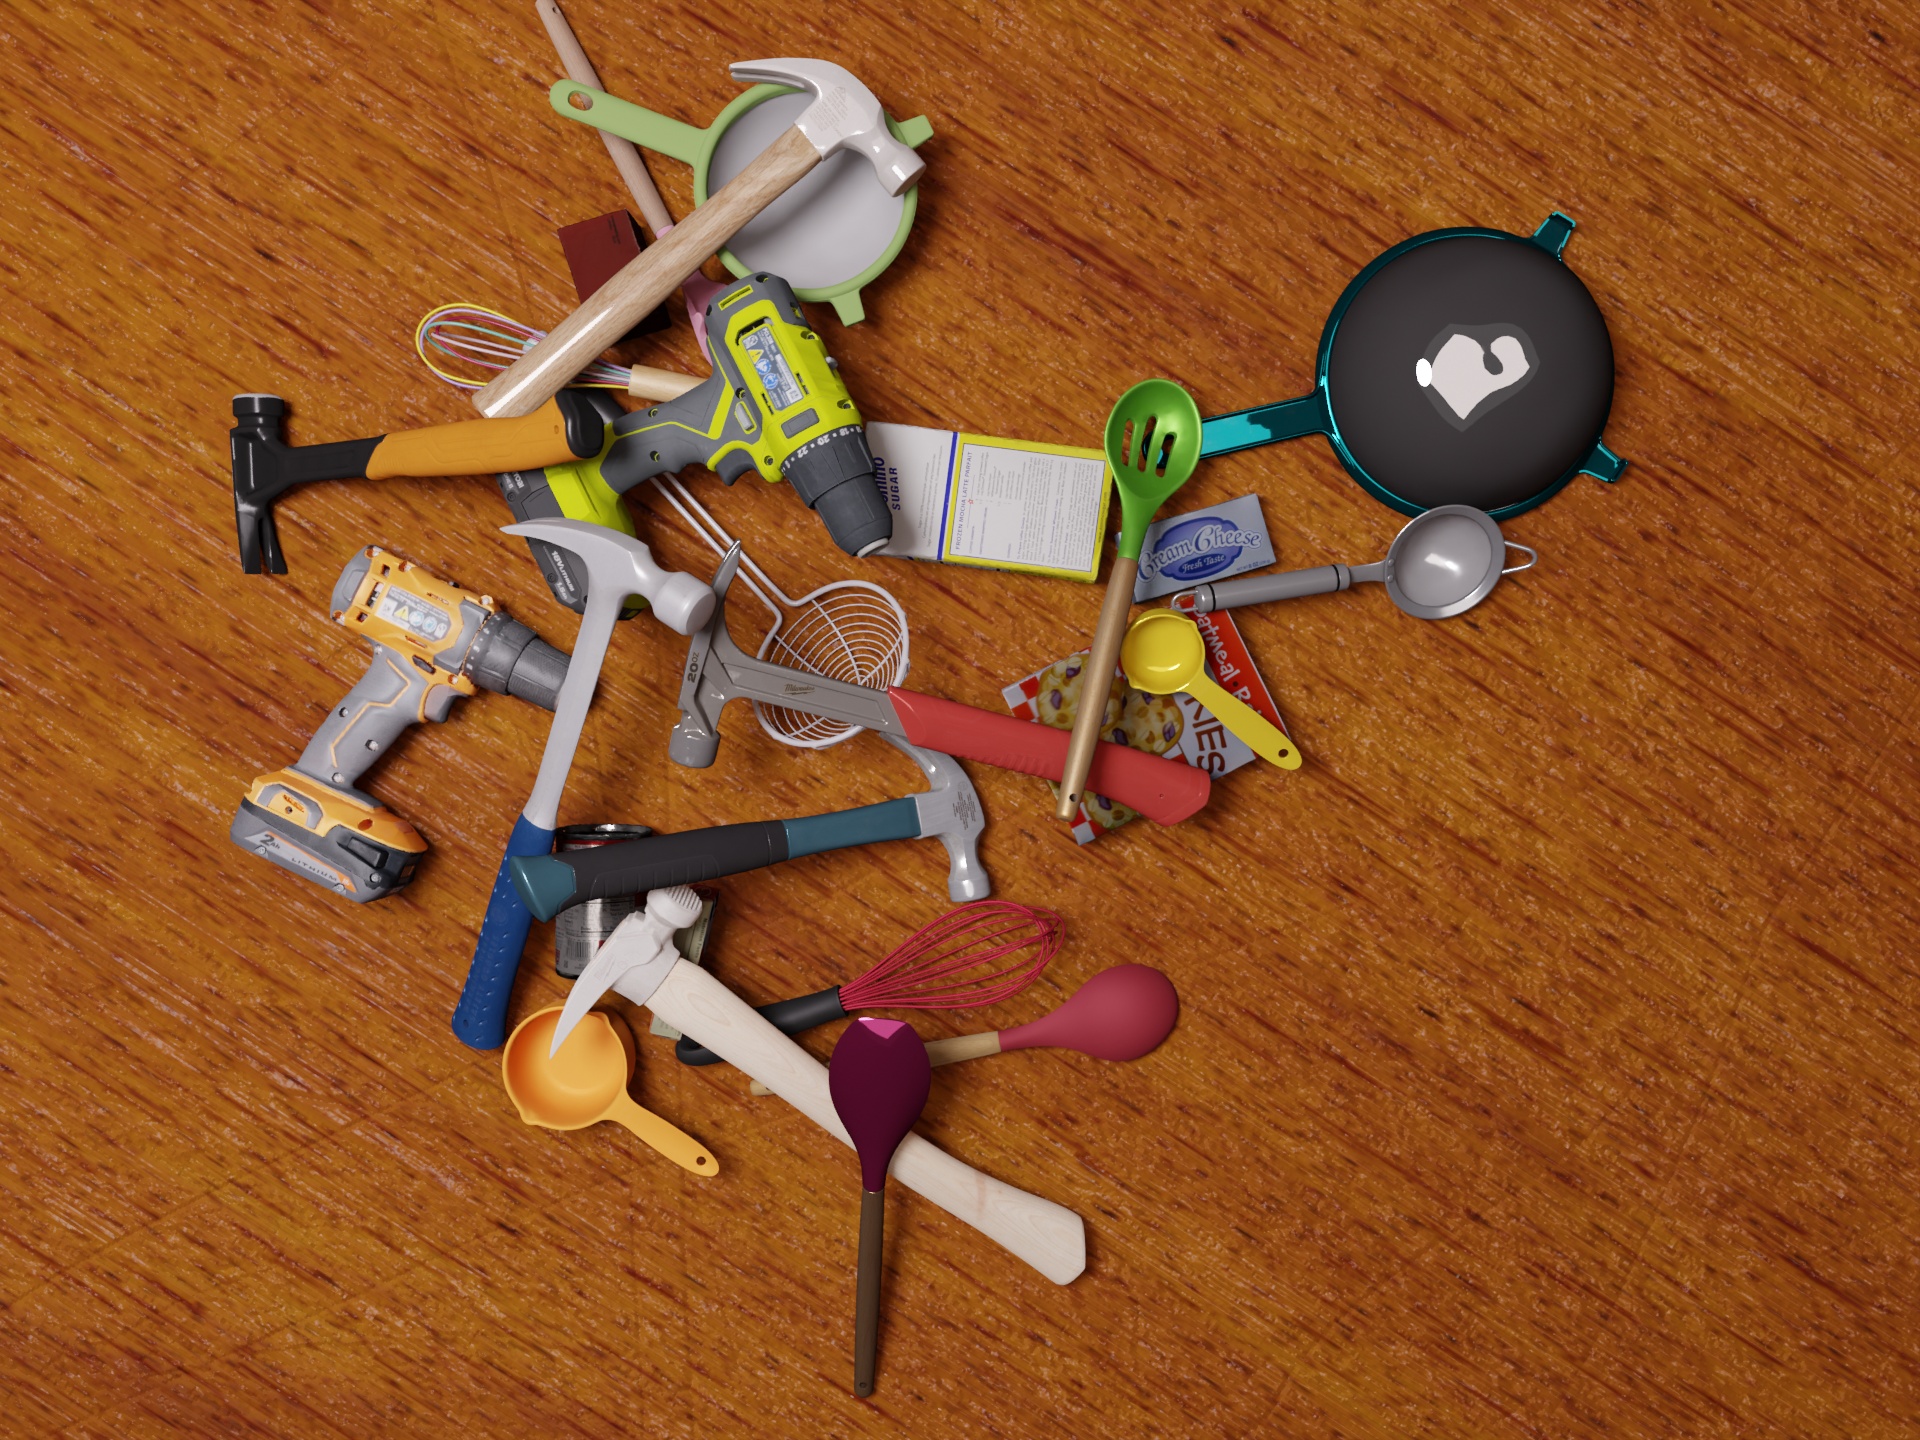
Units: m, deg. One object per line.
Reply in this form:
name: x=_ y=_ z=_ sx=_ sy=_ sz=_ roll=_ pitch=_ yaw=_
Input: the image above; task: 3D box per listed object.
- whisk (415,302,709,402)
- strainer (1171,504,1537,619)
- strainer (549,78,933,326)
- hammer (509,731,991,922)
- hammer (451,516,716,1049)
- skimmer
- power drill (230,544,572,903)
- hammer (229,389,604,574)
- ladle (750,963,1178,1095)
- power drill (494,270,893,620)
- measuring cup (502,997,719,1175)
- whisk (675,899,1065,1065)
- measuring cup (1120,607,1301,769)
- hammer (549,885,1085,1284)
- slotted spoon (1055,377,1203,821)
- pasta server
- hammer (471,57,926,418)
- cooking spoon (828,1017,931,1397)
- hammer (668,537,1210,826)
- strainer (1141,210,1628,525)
whisk: x=-0.247 y=-0.242 z=1.089 sx=0.245 sy=0.051 sz=0.047 roll=10 pitch=60 yaw=-10
strainer: x=0.269 y=-0.103 z=1.103 sx=0.258 sy=0.050 sz=0.086 roll=-10 pitch=119 yaw=-8
strainer: x=-0.155 y=-0.378 z=1.096 sx=0.256 sy=0.069 sz=0.151 roll=20 pitch=91 yaw=-3
hammer: x=-0.131 y=0.083 z=1.056 sx=0.331 sy=0.033 sz=0.128 roll=-8 pitch=88 yaw=-30
hammer: x=-0.280 y=0.053 z=1.054 sx=0.144 sy=0.035 sz=0.405 roll=31 pitch=117 yaw=15
skimmer: x=-0.179 y=-0.135 z=1.098 sx=0.127 sy=0.090 sz=0.363 roll=-43 pitch=91 yaw=5
power drill: x=-0.381 y=0.014 z=1.115 sx=0.185 sy=0.084 sz=0.226 roll=26 pitch=88 yaw=-1
hammer: x=-0.366 y=-0.167 z=1.048 sx=0.337 sy=0.034 sz=0.127 roll=0 pitch=93 yaw=32
ladle: x=0.003 y=0.234 z=1.143 sx=0.315 sy=0.031 sz=0.069 roll=-12 pitch=92 yaw=3
power drill: x=-0.169 y=-0.157 z=1.043 sx=0.228 sy=0.080 sz=0.190 roll=-27 pitch=87 yaw=10
measuring cup: x=-0.242 y=0.266 z=1.134 sx=0.173 sy=0.052 sz=0.095 roll=36 pitch=92 yaw=-3
whisk: x=-0.065 y=0.192 z=1.127 sx=0.296 sy=0.073 sz=0.073 roll=-19 pitch=92 yaw=7
measuring cup: x=0.175 y=-0.019 z=1.093 sx=0.156 sy=0.029 sz=0.062 roll=38 pitch=109 yaw=-13
hammer: x=-0.085 y=0.280 z=1.106 sx=0.410 sy=0.038 sz=0.146 roll=37 pitch=101 yaw=-11
slotted spoon: x=0.103 y=-0.083 z=1.057 sx=0.070 sy=0.031 sz=0.314 roll=18 pitch=74 yaw=-11
pasta server: x=-0.216 y=-0.372 z=1.117 sx=0.040 sy=0.060 sz=0.316 roll=-29 pitch=89 yaw=43
hammer: x=-0.188 y=-0.308 z=1.046 sx=0.331 sy=0.031 sz=0.130 roll=-41 pitch=95 yaw=-1
cooking spoon: x=-0.061 y=0.343 z=1.099 sx=0.069 sy=0.017 sz=0.318 roll=4 pitch=112 yaw=0
hammer: x=-0.002 y=-0.003 z=1.045 sx=0.359 sy=0.037 sz=0.149 roll=14 pitch=106 yaw=-13
strainer: x=0.295 y=-0.227 z=1.088 sx=0.340 sy=0.095 sz=0.211 roll=-13 pitch=92 yaw=0
